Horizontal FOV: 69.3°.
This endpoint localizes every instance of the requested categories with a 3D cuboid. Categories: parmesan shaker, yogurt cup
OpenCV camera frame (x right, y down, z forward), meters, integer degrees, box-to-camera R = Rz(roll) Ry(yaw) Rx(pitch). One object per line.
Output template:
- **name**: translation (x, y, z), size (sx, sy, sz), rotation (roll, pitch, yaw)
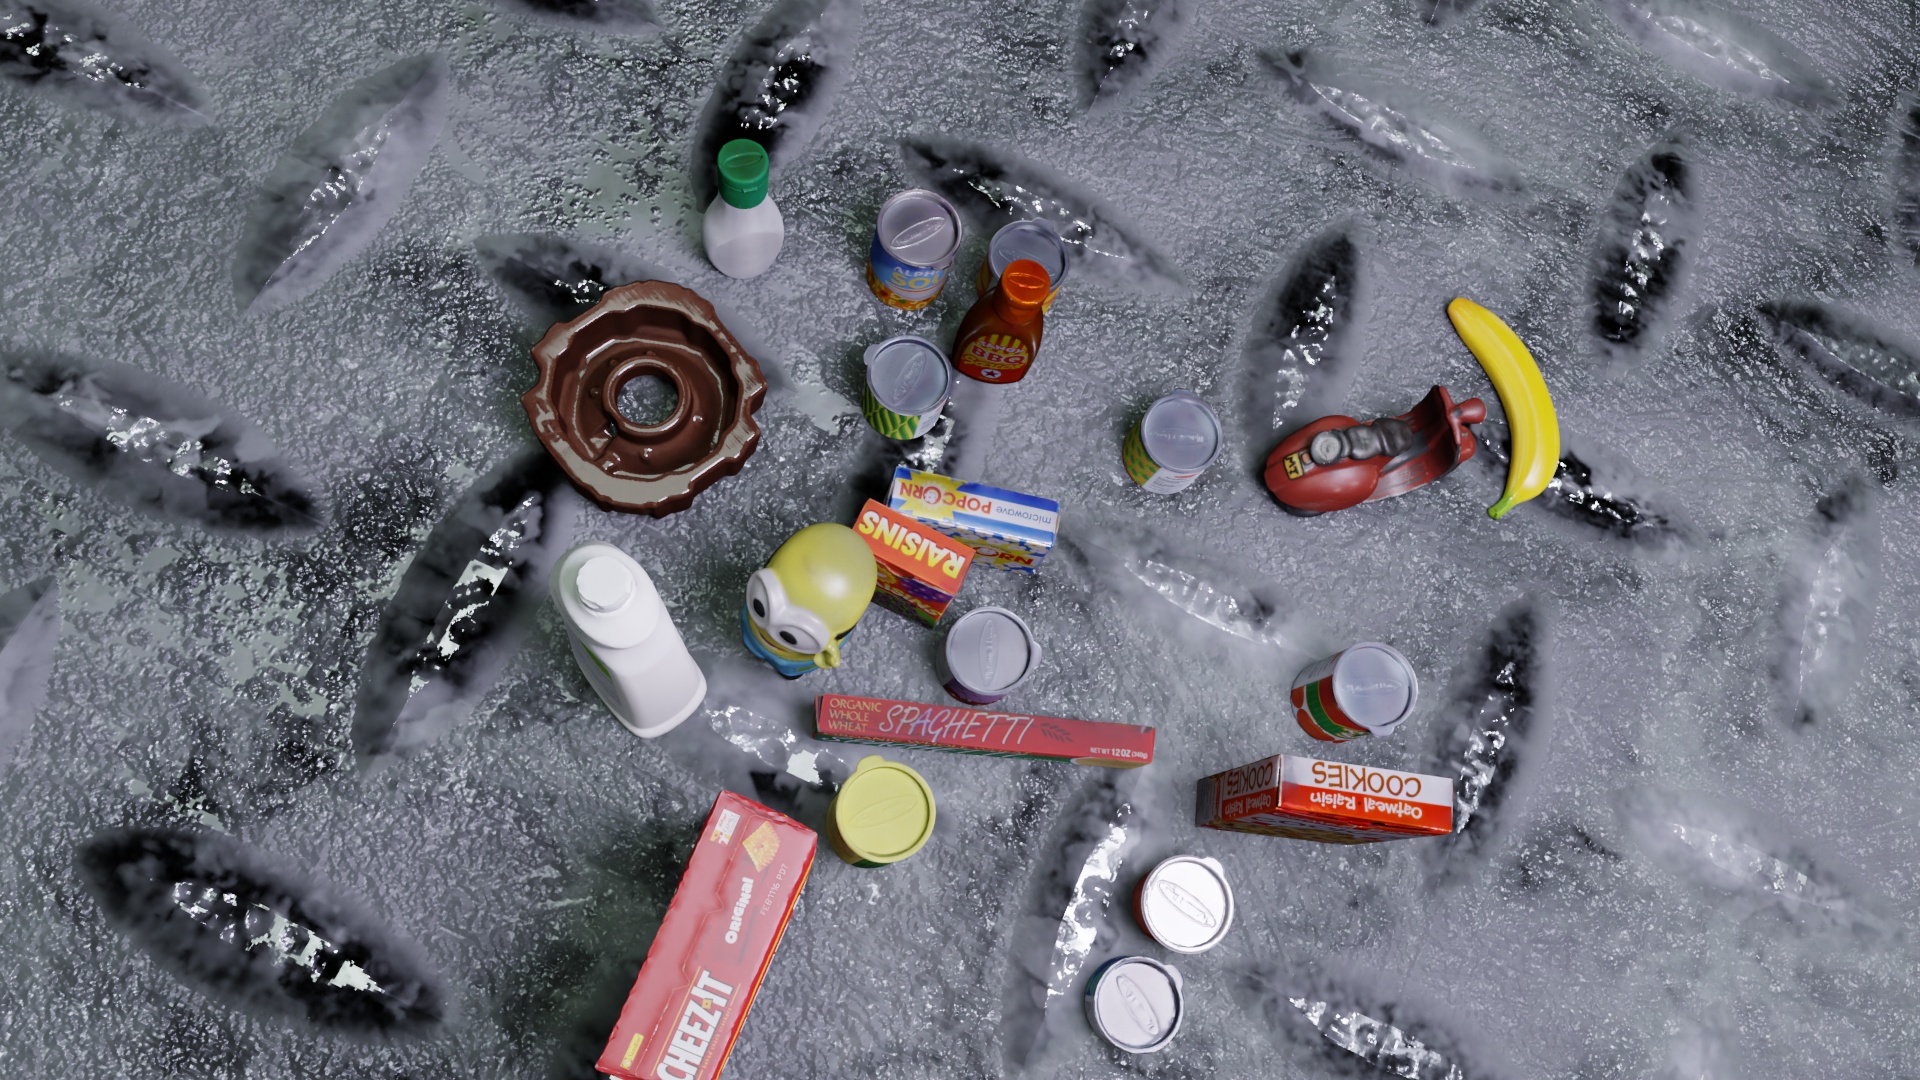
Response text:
- **parmesan shaker**: translation (-0.058, 0.189, 0.964), size (0.071, 0.102, 0.071), rotation (3, 74, -9)
- **yogurt cup**: translation (0.157, 0.264, 1.006), size (0.072, 0.053, 0.072), rotation (3, 74, -9)

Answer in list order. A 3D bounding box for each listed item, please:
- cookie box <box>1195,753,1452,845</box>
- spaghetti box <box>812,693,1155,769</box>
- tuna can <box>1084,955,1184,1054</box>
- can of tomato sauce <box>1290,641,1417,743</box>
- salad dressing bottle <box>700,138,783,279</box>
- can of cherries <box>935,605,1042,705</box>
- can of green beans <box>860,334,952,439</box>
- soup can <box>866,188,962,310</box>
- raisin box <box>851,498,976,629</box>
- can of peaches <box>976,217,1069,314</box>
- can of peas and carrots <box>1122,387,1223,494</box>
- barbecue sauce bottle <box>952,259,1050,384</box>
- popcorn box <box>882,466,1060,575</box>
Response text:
- **cookie box**: translation (0.252, 0.188, 0.984), size (0.123, 0.167, 0.040), rotation (9, 74, -7)
- **spaghetti box**: translation (0.016, 0.141, 1.019), size (0.250, 0.050, 0.029), rotation (7, 74, -8)
- **tuna can**: translation (0.126, 0.329, 0.993), size (0.071, 0.032, 0.071), rotation (3, 74, -9)
- **can of tomato sauce**: translation (0.298, 0.119, 1.057), size (0.071, 0.083, 0.071), rotation (3, 74, -9)
- **salad dressing bottle**: translation (-0.164, -0.249, 1.048), size (0.064, 0.147, 0.044), rotation (-16, 78, -13)
- **can of cherries**: translation (0.020, 0.088, 1.030), size (0.071, 0.058, 0.071), rotation (3, 74, -9)
- **can of green beans**: translation (-0.043, -0.118, 1.079), size (0.071, 0.057, 0.071), rotation (3, 74, -9)
- **soup can**: translation (-0.037, -0.225, 1.097), size (0.071, 0.083, 0.071), rotation (3, 74, -9)
- **raisin box**: translation (-0.043, 0.020, 1.005), size (0.086, 0.123, 0.040), rotation (27, 72, -1)
- **can of peaches**: translation (0.051, -0.218, 1.123), size (0.071, 0.058, 0.071), rotation (3, 74, -9)
- **can of peas and carrots**: translation (0.167, -0.078, 1.103), size (0.071, 0.058, 0.071), rotation (3, 74, -9)
- **barbecue sauce bottle**: translation (0.035, -0.166, 1.058), size (0.065, 0.148, 0.044), rotation (11, 73, -7)
- **popcorn box**: translation (0.004, -0.013, 1.042), size (0.127, 0.085, 0.038), rotation (12, 73, -6)
